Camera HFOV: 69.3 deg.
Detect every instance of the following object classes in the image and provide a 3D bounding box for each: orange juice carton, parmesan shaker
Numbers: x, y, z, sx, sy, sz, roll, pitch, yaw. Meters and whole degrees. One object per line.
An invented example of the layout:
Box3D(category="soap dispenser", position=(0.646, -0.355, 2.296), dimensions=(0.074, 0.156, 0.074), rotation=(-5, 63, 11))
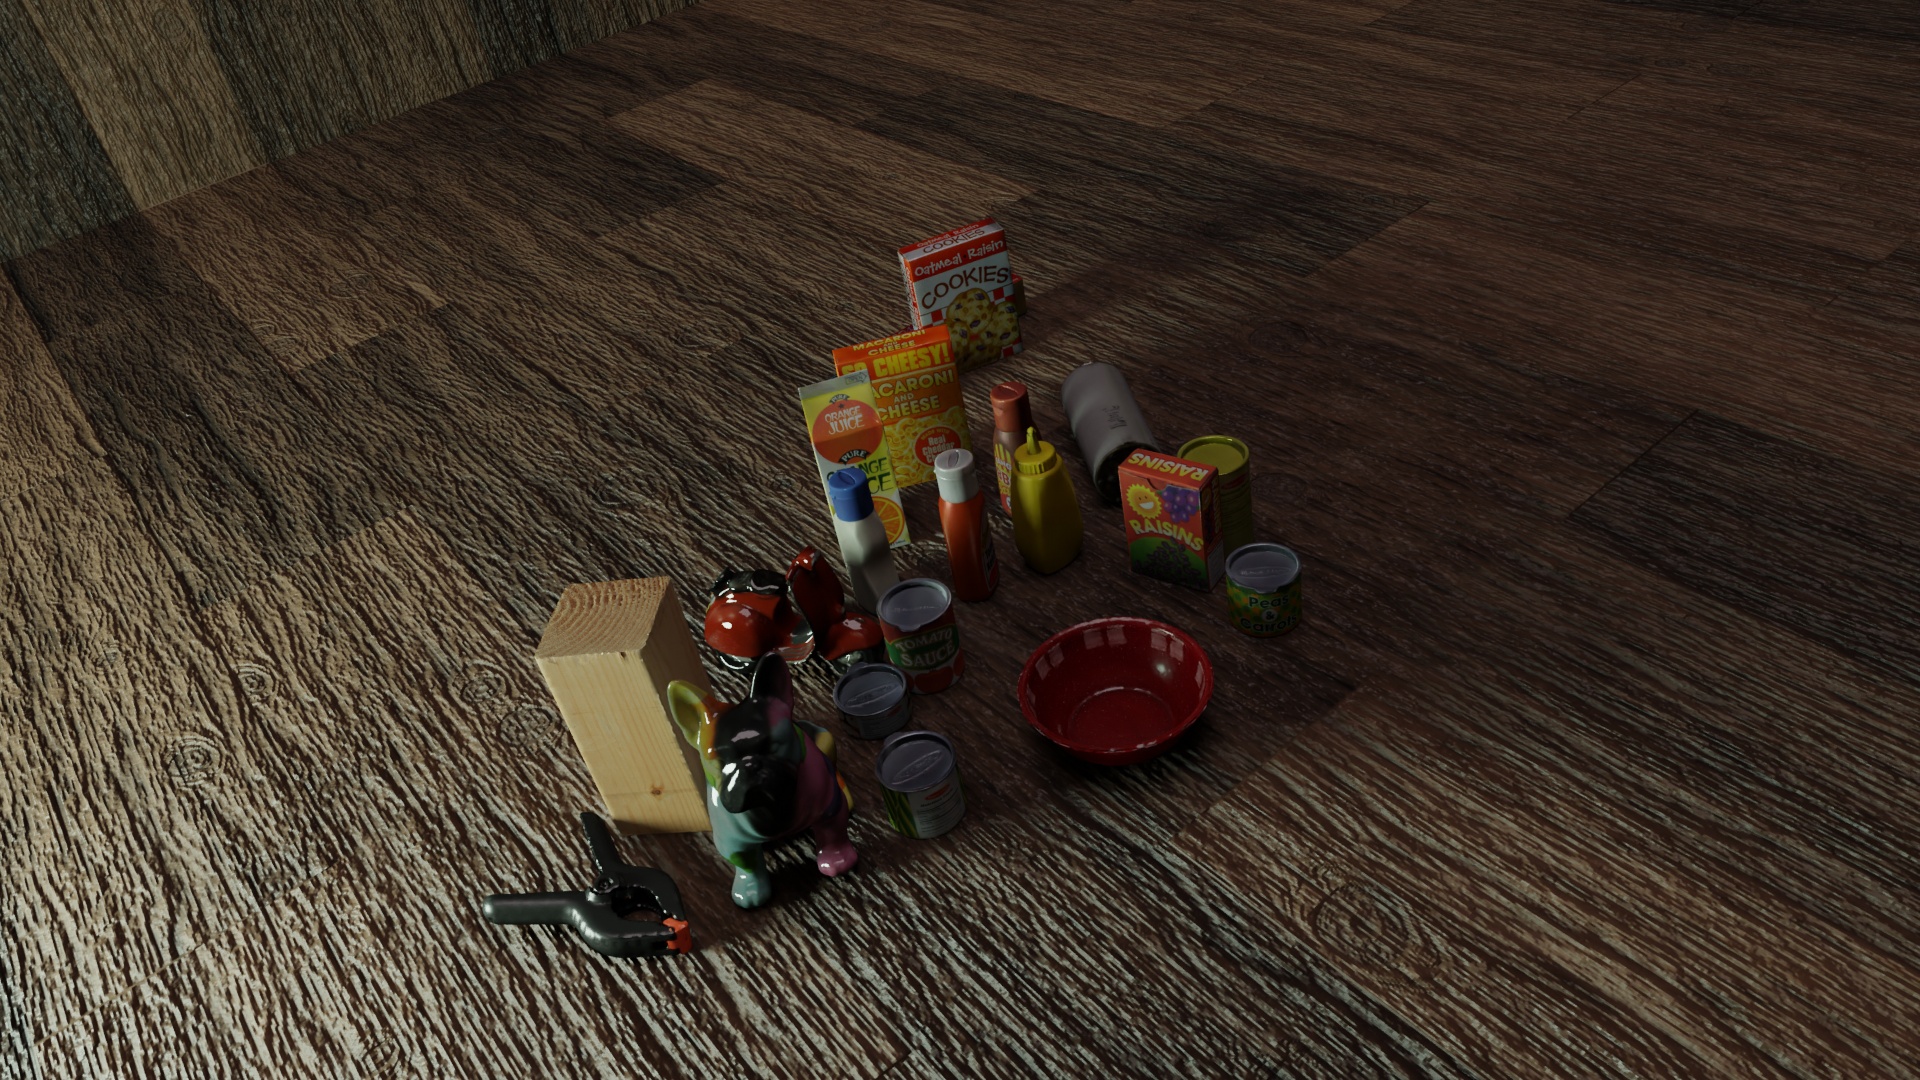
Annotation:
Box3D(category="orange juice carton", position=(-0.107, -0.081, 1.390), dimensions=(0.072, 0.191, 0.073), rotation=(-15, 37, -4))
Box3D(category="parmesan shaker", position=(0.240, -0.038, 1.315), dimensions=(0.071, 0.102, 0.072), rotation=(-7, 37, 6))

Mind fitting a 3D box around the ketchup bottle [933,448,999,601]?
Box3D(category="ketchup bottle", position=(0.005, -0.016, 1.312), dimensions=(0.043, 0.148, 0.065), rotation=(-2, 38, 13))

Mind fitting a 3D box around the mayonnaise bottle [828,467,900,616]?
Box3D(category="mayonnaise bottle", position=(-0.091, 0.001, 1.316), dimensions=(0.041, 0.147, 0.065), rotation=(-28, 40, -21))

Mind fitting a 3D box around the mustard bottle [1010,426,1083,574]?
Box3D(category="mustard bottle", position=(0.078, -0.045, 1.320), dimensions=(0.065, 0.159, 0.049), rotation=(-34, 42, -27))

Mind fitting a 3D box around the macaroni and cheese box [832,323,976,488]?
Box3D(category="macaroni and cheese box", position=(-0.058, -0.138, 1.474), dimensions=(0.124, 0.165, 0.040), rotation=(-14, 37, -3))

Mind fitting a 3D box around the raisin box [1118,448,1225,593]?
Box3D(category="raisin box", position=(0.196, -0.018, 1.284), dimensions=(0.086, 0.122, 0.040), rotation=(17, 46, 33))

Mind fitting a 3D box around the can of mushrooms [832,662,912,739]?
Box3D(category="can of mushrooms", position=(-0.077, 0.140, 1.224), dimensions=(0.071, 0.033, 0.071), rotation=(-7, 37, 6))

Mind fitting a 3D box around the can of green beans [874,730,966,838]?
Box3D(category="can of green beans", position=(-0.031, 0.196, 1.118), dimensions=(0.071, 0.057, 0.071), rotation=(-7, 37, 6))

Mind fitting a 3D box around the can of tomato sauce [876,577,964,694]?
Box3D(category="can of tomato sauce", position=(-0.034, 0.087, 1.241), dimensions=(0.071, 0.082, 0.071), rotation=(-7, 37, 6))

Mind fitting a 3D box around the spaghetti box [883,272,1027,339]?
Box3D(category="spaghetti box", position=(-0.021, -0.257, 1.717), dimensions=(0.251, 0.050, 0.029), rotation=(-32, 41, -25))

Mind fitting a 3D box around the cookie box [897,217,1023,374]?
Box3D(category="cookie box", position=(0.001, -0.284, 1.649), dimensions=(0.123, 0.166, 0.040), rotation=(-22, 38, -13))

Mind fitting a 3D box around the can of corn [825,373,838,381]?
Box3D(category="can of corn", position=(-0.124, -0.156, 1.604), dimensions=(0.071, 0.058, 0.071), rotation=(-7, 37, 6))

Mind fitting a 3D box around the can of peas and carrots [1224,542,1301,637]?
Box3D(category="can of peas and carrots", position=(0.270, 0.045, 1.234), dimensions=(0.071, 0.058, 0.071), rotation=(-7, 37, 6))

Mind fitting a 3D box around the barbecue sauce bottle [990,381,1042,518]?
Box3D(category="barbecue sauce bottle", position=(0.059, -0.088, 1.391), dimensions=(0.044, 0.147, 0.065), rotation=(-32, 41, -25))
